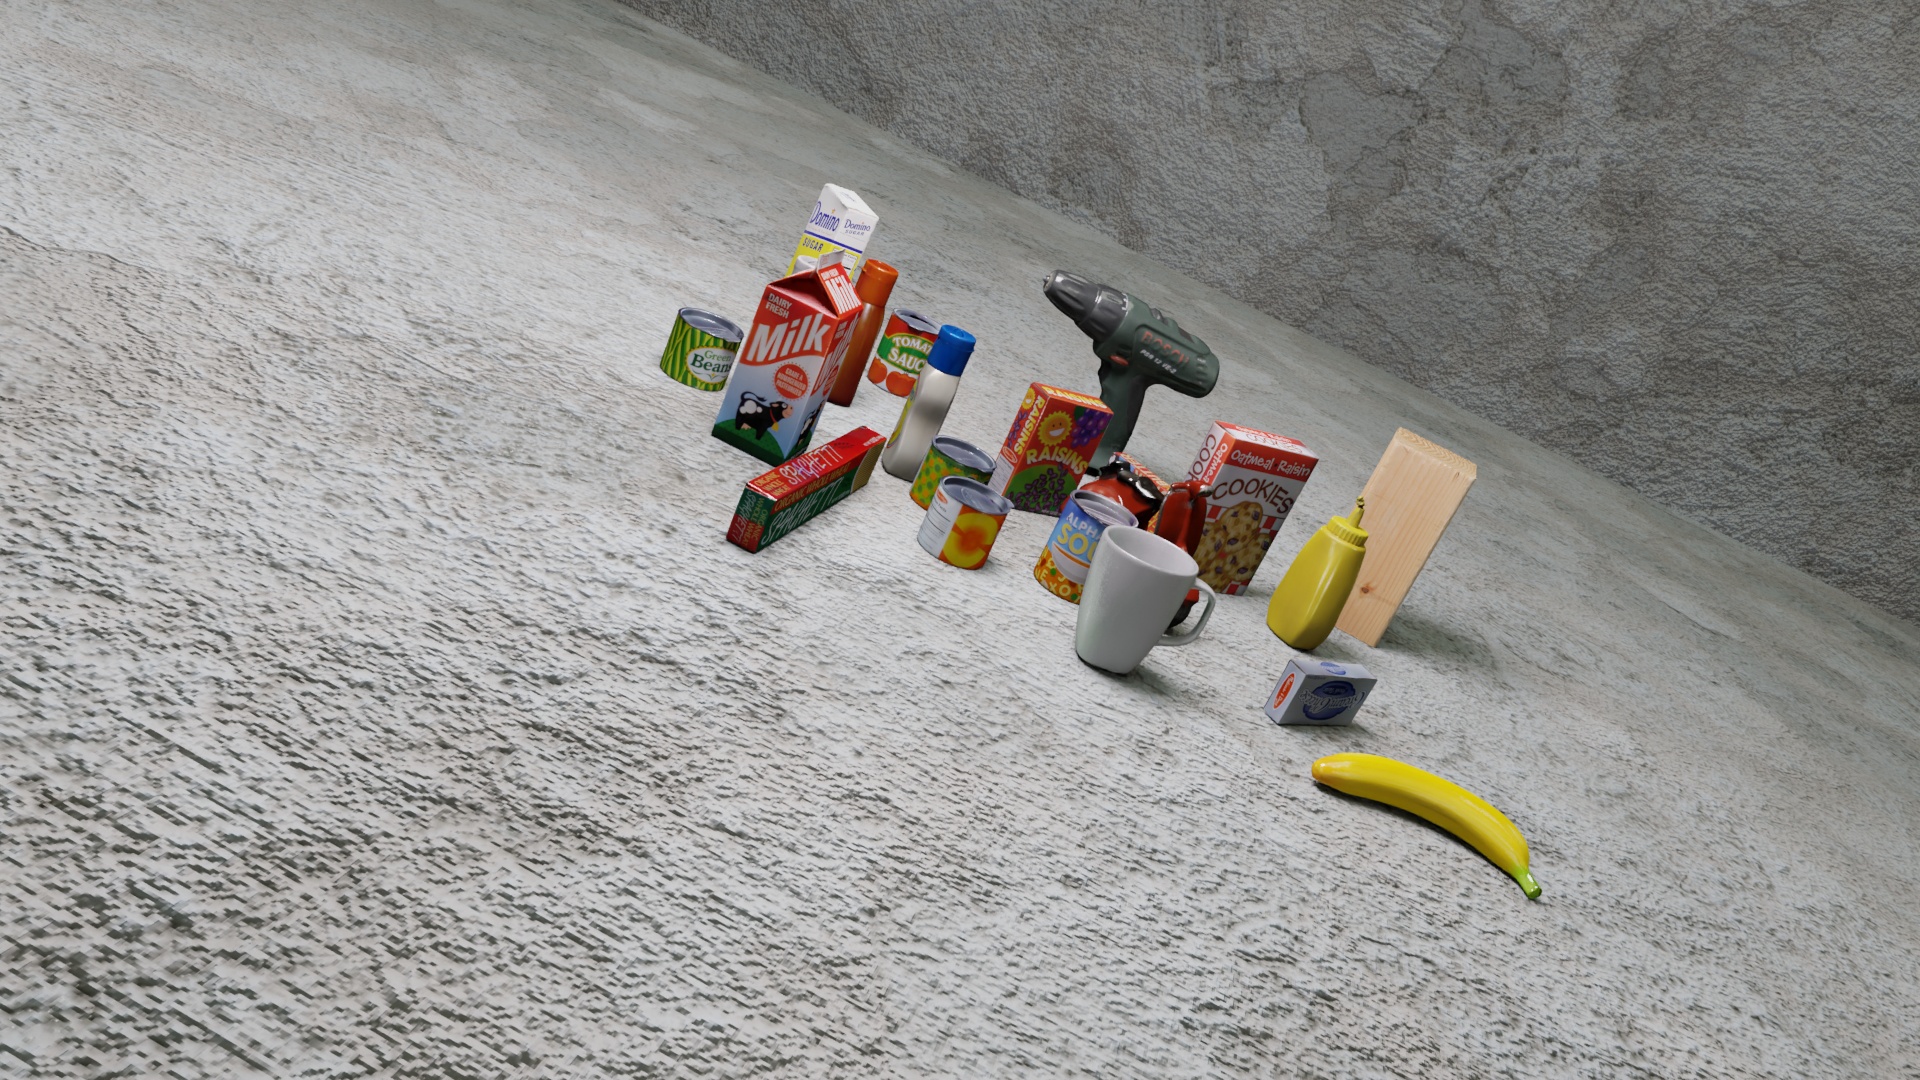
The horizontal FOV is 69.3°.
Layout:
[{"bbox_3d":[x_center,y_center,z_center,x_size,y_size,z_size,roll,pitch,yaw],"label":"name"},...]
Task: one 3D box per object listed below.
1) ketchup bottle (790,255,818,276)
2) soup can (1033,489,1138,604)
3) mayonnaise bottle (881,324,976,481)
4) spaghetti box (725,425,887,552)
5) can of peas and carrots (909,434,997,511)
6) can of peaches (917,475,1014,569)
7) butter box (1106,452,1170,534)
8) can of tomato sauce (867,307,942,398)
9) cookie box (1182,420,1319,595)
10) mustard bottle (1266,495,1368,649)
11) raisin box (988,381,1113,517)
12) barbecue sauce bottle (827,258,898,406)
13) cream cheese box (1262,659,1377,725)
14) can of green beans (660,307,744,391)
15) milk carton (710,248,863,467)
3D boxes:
[{"bbox_3d":[-0.164,-0.198,1.334,0.043,0.148,0.065,29,21,11],"label":"ketchup bottle"},{"bbox_3d":[0.111,0.007,1.238,0.071,0.083,0.071,22,21,-9],"label":"soup can"},{"bbox_3d":[-0.030,-0.133,1.326,0.041,0.147,0.065,21,21,-11],"label":"mayonnaise bottle"},{"bbox_3d":[-0.123,-0.048,1.159,0.029,0.050,0.251,28,21,8],"label":"spaghetti box"},{"bbox_3d":[-0.006,-0.057,1.297,0.071,0.058,0.071,22,21,-9],"label":"can of peas and carrots"},{"bbox_3d":[0.004,-0.015,1.211,0.071,0.057,0.071,22,21,-9],"label":"can of peaches"},{"bbox_3d":[0.196,-0.048,1.505,0.024,0.053,0.104,1,31,-48],"label":"butter box"},{"bbox_3d":[-0.061,-0.210,1.567,0.071,0.082,0.071,22,21,-9],"label":"can of tomato sauce"},{"bbox_3d":[0.266,-0.030,1.380,0.123,0.166,0.040,9,26,-36],"label":"cookie box"},{"bbox_3d":[0.357,0.028,1.351,0.049,0.159,0.065,12,24,-30],"label":"mustard bottle"},{"bbox_3d":[0.088,-0.090,1.388,0.086,0.123,0.040,11,25,-33],"label":"raisin box"},{"bbox_3d":[-0.108,-0.217,1.440,0.044,0.148,0.065,13,24,-28],"label":"barbecue sauce bottle"},{"bbox_3d":[0.312,0.133,1.203,0.104,0.053,0.024,7,27,-39],"label":"cream cheese box"},{"bbox_3d":[-0.248,-0.183,1.333,0.071,0.057,0.071,22,21,-9],"label":"can of green beans"},{"bbox_3d":[-0.145,-0.167,1.223,0.073,0.189,0.072,27,21,4],"label":"milk carton"}]
